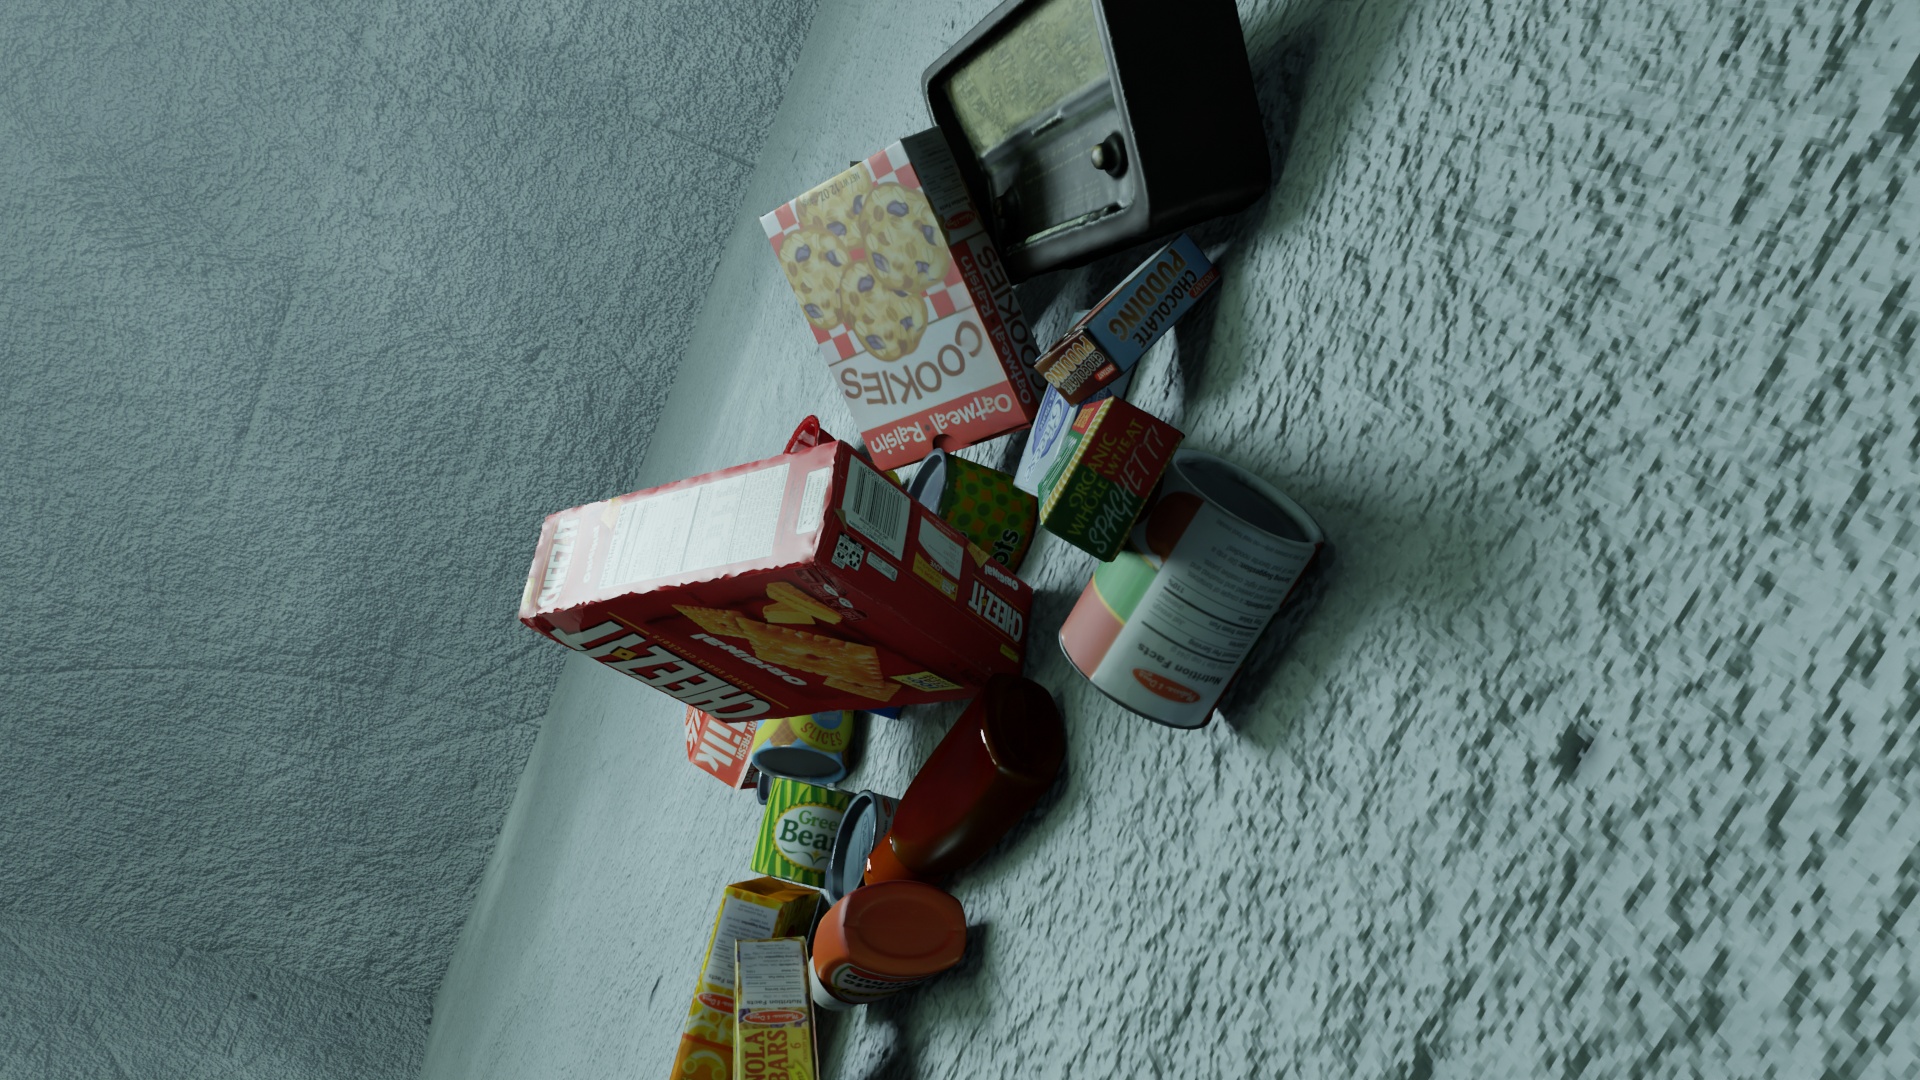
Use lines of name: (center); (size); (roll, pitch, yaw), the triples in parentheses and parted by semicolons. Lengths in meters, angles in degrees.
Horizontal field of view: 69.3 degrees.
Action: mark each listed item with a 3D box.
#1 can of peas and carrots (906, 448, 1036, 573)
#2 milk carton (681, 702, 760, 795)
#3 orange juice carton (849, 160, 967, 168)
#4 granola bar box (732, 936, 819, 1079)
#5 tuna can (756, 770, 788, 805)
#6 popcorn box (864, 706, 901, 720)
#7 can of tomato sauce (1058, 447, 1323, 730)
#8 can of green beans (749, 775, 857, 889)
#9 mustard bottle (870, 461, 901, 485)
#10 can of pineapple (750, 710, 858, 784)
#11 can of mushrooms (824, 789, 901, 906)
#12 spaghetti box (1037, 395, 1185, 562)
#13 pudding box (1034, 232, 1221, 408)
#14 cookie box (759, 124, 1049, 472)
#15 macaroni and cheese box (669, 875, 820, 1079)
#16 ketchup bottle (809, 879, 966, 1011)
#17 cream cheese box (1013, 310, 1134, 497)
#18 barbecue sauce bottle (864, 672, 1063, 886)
can of peas and carrots: (0.003, -0.010, 0.780); (0.070, 0.059, 0.071); (-54, 26, 41)
milk carton: (-0.172, 0.133, 1.099); (0.072, 0.073, 0.191); (-68, 18, 7)
orange juice carton: (-0.030, -0.167, 0.889); (0.191, 0.072, 0.073); (90, -175, -56)
granola bar box: (-0.094, 0.302, 0.692); (0.125, 0.039, 0.164); (-107, 20, -60)
tuna can: (-0.118, 0.161, 0.987); (0.070, 0.033, 0.071); (-54, 25, 40)
popcorn box: (-0.085, 0.065, 0.908); (0.038, 0.085, 0.127); (-68, 19, 12)
can of tomato sauce: (0.084, 0.016, 0.516); (0.082, 0.071, 0.071); (-62, 21, 22)
can of green beans: (-0.088, 0.178, 0.837); (0.071, 0.071, 0.058); (-21, 52, 66)
mustard bottle: (-0.095, 0.013, 1.043); (0.159, 0.049, 0.065); (-57, 22, 35)
can of pineapple: (-0.102, 0.124, 0.930); (0.070, 0.071, 0.058); (-46, 31, 51)
can of mushrooms: (-0.048, 0.177, 0.777); (0.070, 0.033, 0.071); (-53, 26, 41)
spaghetti box: (0.055, -0.030, 0.568); (0.050, 0.029, 0.250); (-60, 0, 6)
pudding box: (0.078, -0.103, 0.649); (0.084, 0.030, 0.049); (-44, 7, -28)
cookie box: (-0.030, -0.131, 0.789); (0.122, 0.167, 0.040); (-15, 14, 43)
macaroni and cheese box: (-0.132, 0.288, 0.823); (0.123, 0.040, 0.166); (72, -148, -78)
ketchup bottle: (-0.046, 0.209, 0.704); (0.148, 0.065, 0.044); (124, 150, -59)
cream cheese box: (0.062, -0.069, 0.728); (0.103, 0.024, 0.053); (-70, 19, 2)
barbecue sauce bottle: (-0.003, 0.131, 0.682); (0.147, 0.044, 0.065); (-56, 23, 39)
